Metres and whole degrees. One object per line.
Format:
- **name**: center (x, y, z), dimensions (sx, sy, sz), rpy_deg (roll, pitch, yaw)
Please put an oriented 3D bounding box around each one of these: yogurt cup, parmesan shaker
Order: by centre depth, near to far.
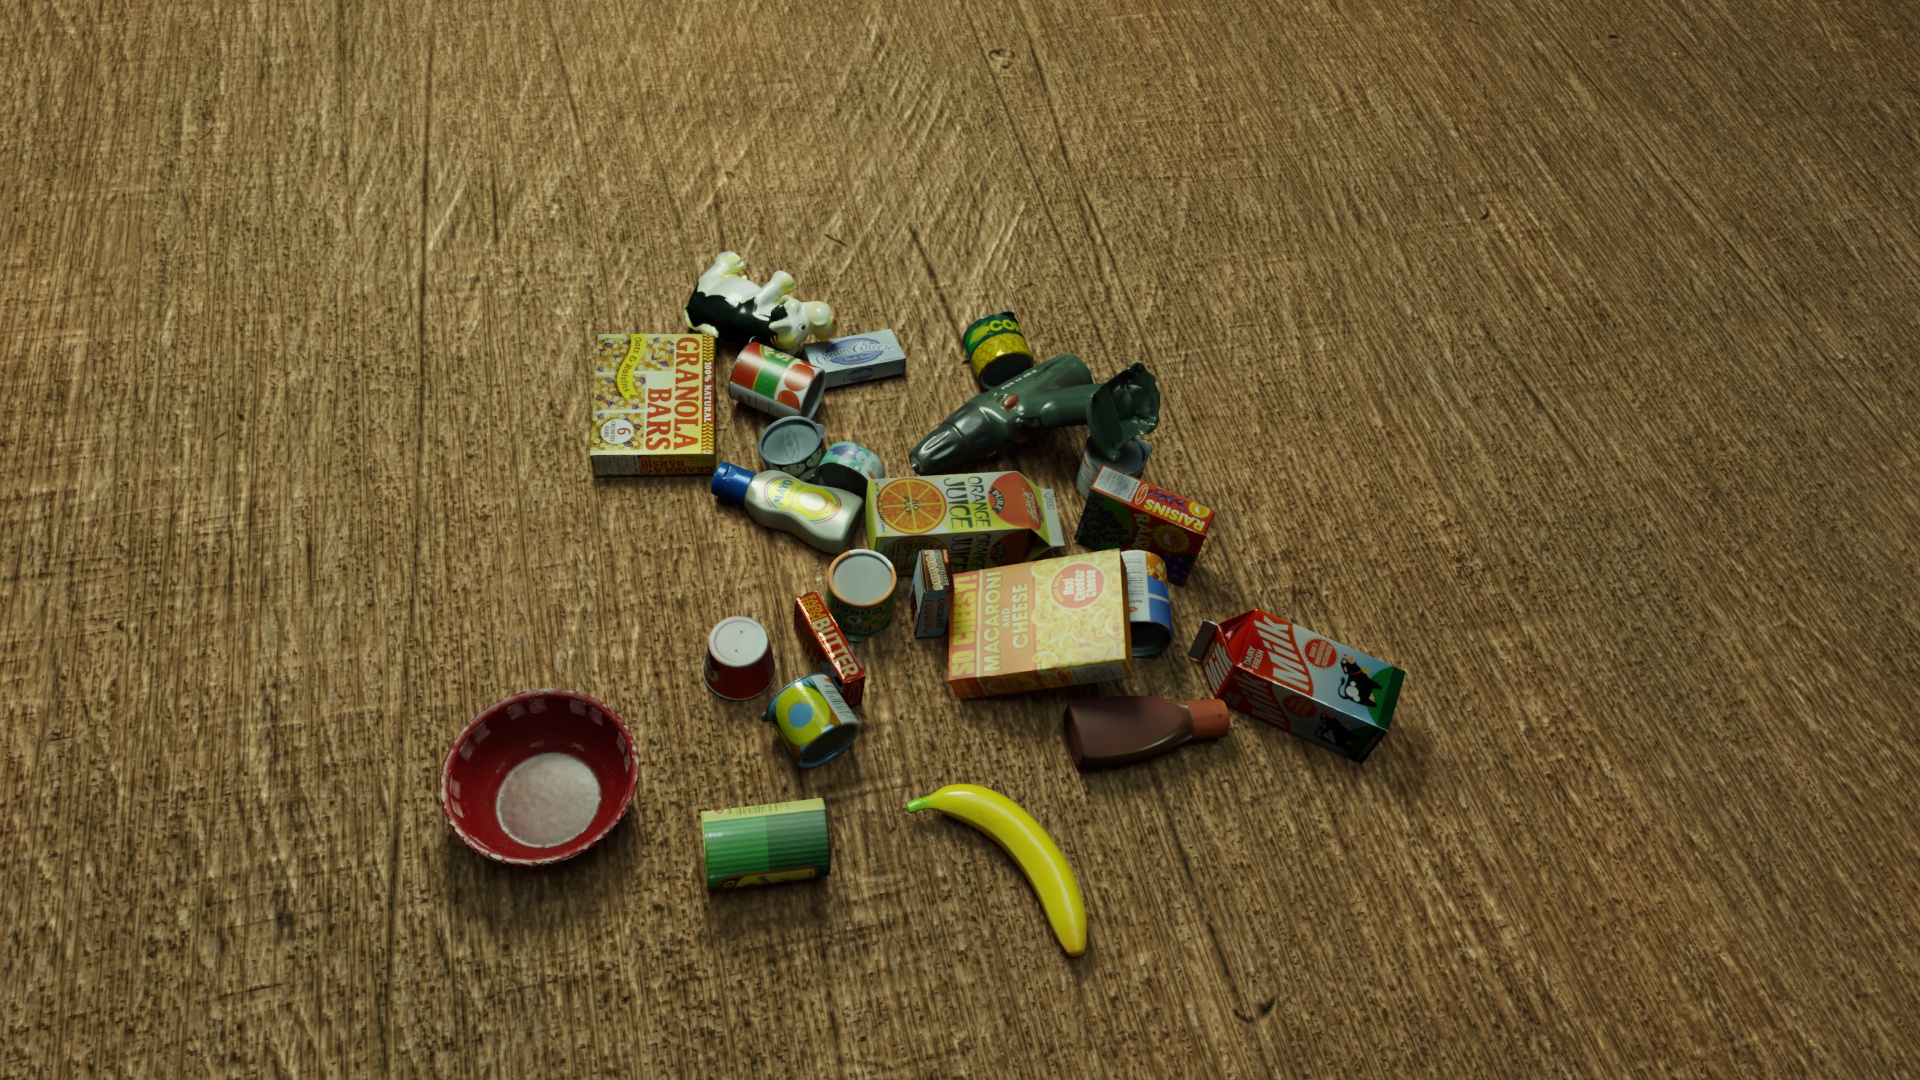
- **parmesan shaker**: center (-0.163, 0.255, 1.165), dimensions (0.103, 0.071, 0.071), rpy_deg (-4, 56, -11)
- **yogurt cup**: center (-0.204, 0.106, 1.277), dimensions (0.072, 0.053, 0.073), rpy_deg (4, 55, -6)

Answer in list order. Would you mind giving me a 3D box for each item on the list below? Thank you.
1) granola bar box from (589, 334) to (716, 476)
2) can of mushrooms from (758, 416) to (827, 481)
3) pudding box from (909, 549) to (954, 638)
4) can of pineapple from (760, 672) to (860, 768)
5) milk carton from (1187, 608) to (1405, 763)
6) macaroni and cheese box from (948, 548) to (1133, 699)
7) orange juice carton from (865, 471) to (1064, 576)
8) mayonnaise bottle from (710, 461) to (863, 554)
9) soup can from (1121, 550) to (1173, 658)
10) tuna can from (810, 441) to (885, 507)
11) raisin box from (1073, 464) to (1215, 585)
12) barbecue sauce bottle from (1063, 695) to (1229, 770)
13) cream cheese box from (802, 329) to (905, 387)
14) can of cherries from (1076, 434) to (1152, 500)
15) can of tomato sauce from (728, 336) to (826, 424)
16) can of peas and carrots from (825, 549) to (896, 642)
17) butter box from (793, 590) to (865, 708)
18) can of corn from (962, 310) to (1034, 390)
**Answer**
- **granola bar box**: center (-0.317, -0.142, 1.447), dimensions (0.124, 0.038, 0.166), rpy_deg (-1, 55, -8)
- **can of mushrooms**: center (-0.169, -0.093, 1.427), dimensions (0.071, 0.033, 0.071), rpy_deg (-5, 51, 7)
- **pudding box**: center (-0.028, 0.051, 1.322), dimensions (0.030, 0.083, 0.050), rpy_deg (-2, 54, -11)
- **can of pineapple**: center (-0.133, 0.162, 1.239), dimensions (0.071, 0.070, 0.058), rpy_deg (-26, 62, -24)
- **milk carton**: center (0.312, 0.130, 1.317), dimensions (0.191, 0.072, 0.074), rpy_deg (23, 55, 9)
- **macaroni and cheese box**: center (0.075, 0.079, 1.305), dimensions (0.166, 0.040, 0.124), rpy_deg (-9, 52, 14)
- **orange juice carton**: center (0.005, -0.017, 1.381), dimensions (0.193, 0.072, 0.072), rpy_deg (-4, 55, -11)
- **mayonnaise bottle**: center (-0.175, -0.038, 1.390), dimensions (0.148, 0.041, 0.065), rpy_deg (20, 57, 6)
- **soup can**: center (0.172, 0.063, 1.353), dimensions (0.071, 0.071, 0.084), rpy_deg (4, 54, -5)
- **tuna can**: center (-0.113, -0.067, 1.406), dimensions (0.071, 0.070, 0.033), rpy_deg (21, 54, 7)
- **raisin box**: center (0.184, -0.015, 1.395), dimensions (0.123, 0.085, 0.040), rpy_deg (23, 50, 9)
- **barbecue sauce bottle**: center (0.174, 0.173, 1.286), dimensions (0.149, 0.043, 0.065), rpy_deg (-5, 56, -12)
- **cream cheese box**: center (-0.117, -0.199, 1.521), dimensions (0.104, 0.024, 0.053), rpy_deg (-13, 50, -17)
- **can of cherries**: center (0.161, -0.075, 1.452), dimensions (0.071, 0.058, 0.072), rpy_deg (4, 53, -5)
- **can of tomato sauce**: center (-0.192, -0.167, 1.464), dimensions (0.083, 0.070, 0.071), rpy_deg (22, 55, 8)
- **can of peas and carrots**: center (-0.096, 0.052, 1.326), dimensions (0.071, 0.058, 0.071), rpy_deg (3, 54, -5)
- **butter box**: center (-0.123, 0.102, 1.290), dimensions (0.024, 0.052, 0.104), rpy_deg (-21, 60, -23)
- **can of corn**: center (0.043, -0.207, 1.523), dimensions (0.071, 0.070, 0.058), rpy_deg (-11, 58, -15)
